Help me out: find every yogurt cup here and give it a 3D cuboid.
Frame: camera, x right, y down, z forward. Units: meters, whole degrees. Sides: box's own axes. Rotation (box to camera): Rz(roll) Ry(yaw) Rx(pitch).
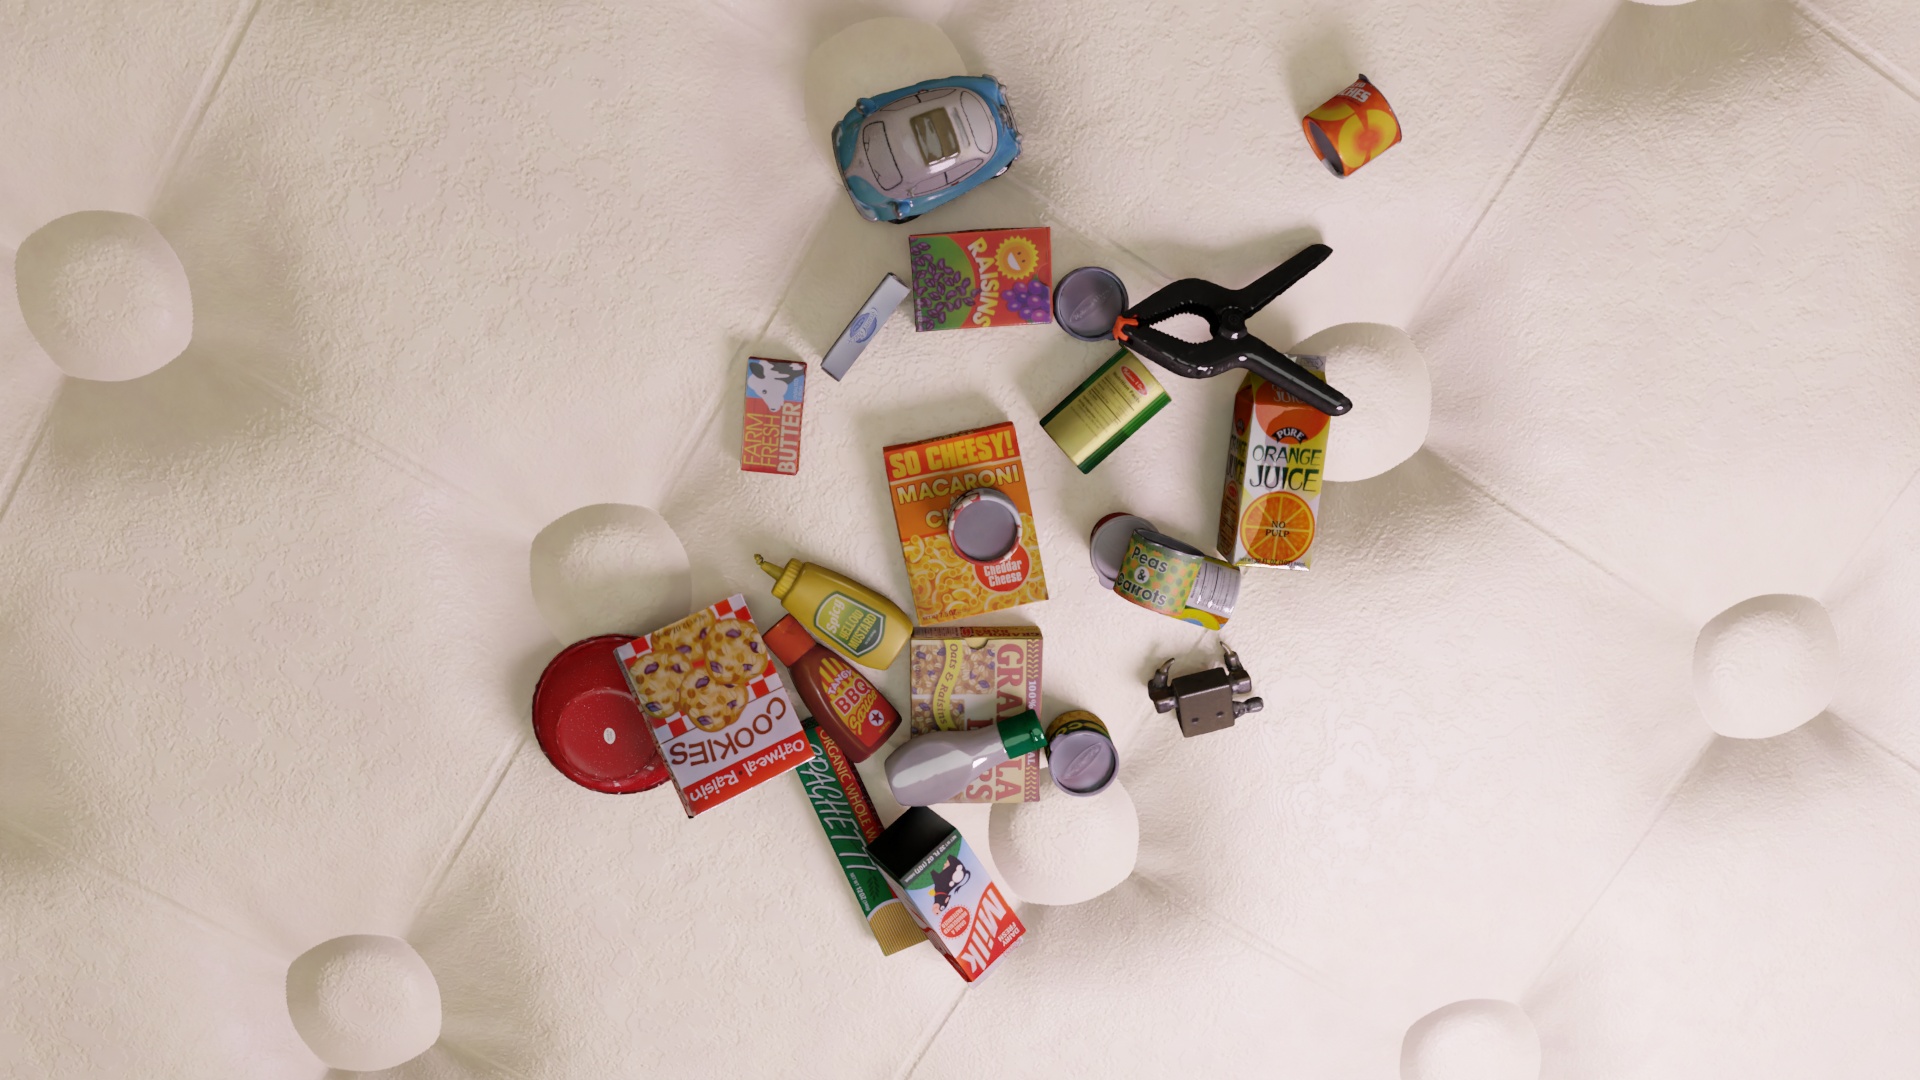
[{"bbox_3d":[0.150,0.005,1.278,0.072,0.054,0.072,-1,102,-3],"label":"yogurt cup"}]

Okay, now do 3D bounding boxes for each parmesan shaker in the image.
[{"bbox_3d":[0.128,-0.118,1.246,0.103,0.071,0.071,-41,101,7],"label":"parmesan shaker"}]

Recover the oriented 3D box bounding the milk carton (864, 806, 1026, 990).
[{"bbox_3d":[-0.005,0.343,1.310,0.072,0.073,0.190,-39,119,-18],"label":"milk carton"}]

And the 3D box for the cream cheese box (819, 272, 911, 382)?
[{"bbox_3d":[-0.084,-0.190,1.226,0.024,0.053,0.103,37,98,-12],"label":"cream cheese box"}]

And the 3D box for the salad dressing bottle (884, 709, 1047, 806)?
[{"bbox_3d":[0.006,0.198,1.277,0.148,0.044,0.064,-21,100,2],"label":"salad dressing bottle"}]

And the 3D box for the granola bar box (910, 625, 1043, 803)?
[{"bbox_3d":[0.014,0.166,1.313,0.124,0.039,0.165,0,102,-3],"label":"granola bar box"}]

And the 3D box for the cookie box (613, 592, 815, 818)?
[{"bbox_3d":[-0.223,0.149,1.261,0.123,0.040,0.167,-25,89,-21],"label":"cookie box"}]

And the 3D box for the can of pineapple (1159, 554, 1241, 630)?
[{"bbox_3d":[0.220,0.045,1.285,0.058,0.071,0.071,17,101,-7],"label":"can of pineapple"}]

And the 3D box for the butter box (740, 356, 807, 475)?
[{"bbox_3d":[-0.169,-0.112,1.254,0.053,0.024,0.103,5,101,-3],"label":"butter box"}]

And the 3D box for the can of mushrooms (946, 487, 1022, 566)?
[{"bbox_3d":[0.020,-0.010,1.237,0.071,0.033,0.071,-1,103,-3],"label":"can of mushrooms"}]

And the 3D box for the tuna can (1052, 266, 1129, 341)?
[{"bbox_3d":[0.117,-0.210,1.242,0.071,0.033,0.071,-1,102,-2],"label":"tuna can"}]

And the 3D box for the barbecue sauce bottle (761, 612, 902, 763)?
[{"bbox_3d":[-0.123,0.134,1.291,0.148,0.065,0.043,49,137,-4],"label":"barbecue sauce bottle"}]

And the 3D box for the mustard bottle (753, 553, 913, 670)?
[{"bbox_3d":[-0.123,0.058,1.279,0.160,0.049,0.065,31,97,-9],"label":"mustard bottle"}]

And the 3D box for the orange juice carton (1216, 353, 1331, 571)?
[{"bbox_3d":[0.285,-0.074,1.258,0.072,0.073,0.192,4,101,-3],"label":"orange juice carton"}]

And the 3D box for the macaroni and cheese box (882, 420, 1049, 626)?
[{"bbox_3d":[0.005,-0.016,1.274,0.124,0.040,0.166,-12,103,-1],"label":"macaroni and cheese box"}]

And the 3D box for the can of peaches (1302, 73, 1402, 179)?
[{"bbox_3d":[0.338,-0.358,1.204,0.058,0.071,0.071,-34,102,6],"label":"can of peaches"}]

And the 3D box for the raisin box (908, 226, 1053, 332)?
[{"bbox_3d":[0.018,-0.232,1.230,0.123,0.040,0.086,-4,101,-3],"label":"raisin box"}]

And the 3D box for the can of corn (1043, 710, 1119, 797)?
[{"bbox_3d":[0.112,0.199,1.315,0.071,0.058,0.071,-1,102,-2],"label":"can of corn"}]

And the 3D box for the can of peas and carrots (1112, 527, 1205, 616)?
[{"bbox_3d":[0.173,0.028,1.219,0.071,0.071,0.058,18,101,-6],"label":"can of peas and carrots"}]

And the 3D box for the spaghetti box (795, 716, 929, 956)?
[{"bbox_3d":[-0.100,0.284,1.338,0.050,0.029,0.249,-23,102,2],"label":"spaghetti box"}]
